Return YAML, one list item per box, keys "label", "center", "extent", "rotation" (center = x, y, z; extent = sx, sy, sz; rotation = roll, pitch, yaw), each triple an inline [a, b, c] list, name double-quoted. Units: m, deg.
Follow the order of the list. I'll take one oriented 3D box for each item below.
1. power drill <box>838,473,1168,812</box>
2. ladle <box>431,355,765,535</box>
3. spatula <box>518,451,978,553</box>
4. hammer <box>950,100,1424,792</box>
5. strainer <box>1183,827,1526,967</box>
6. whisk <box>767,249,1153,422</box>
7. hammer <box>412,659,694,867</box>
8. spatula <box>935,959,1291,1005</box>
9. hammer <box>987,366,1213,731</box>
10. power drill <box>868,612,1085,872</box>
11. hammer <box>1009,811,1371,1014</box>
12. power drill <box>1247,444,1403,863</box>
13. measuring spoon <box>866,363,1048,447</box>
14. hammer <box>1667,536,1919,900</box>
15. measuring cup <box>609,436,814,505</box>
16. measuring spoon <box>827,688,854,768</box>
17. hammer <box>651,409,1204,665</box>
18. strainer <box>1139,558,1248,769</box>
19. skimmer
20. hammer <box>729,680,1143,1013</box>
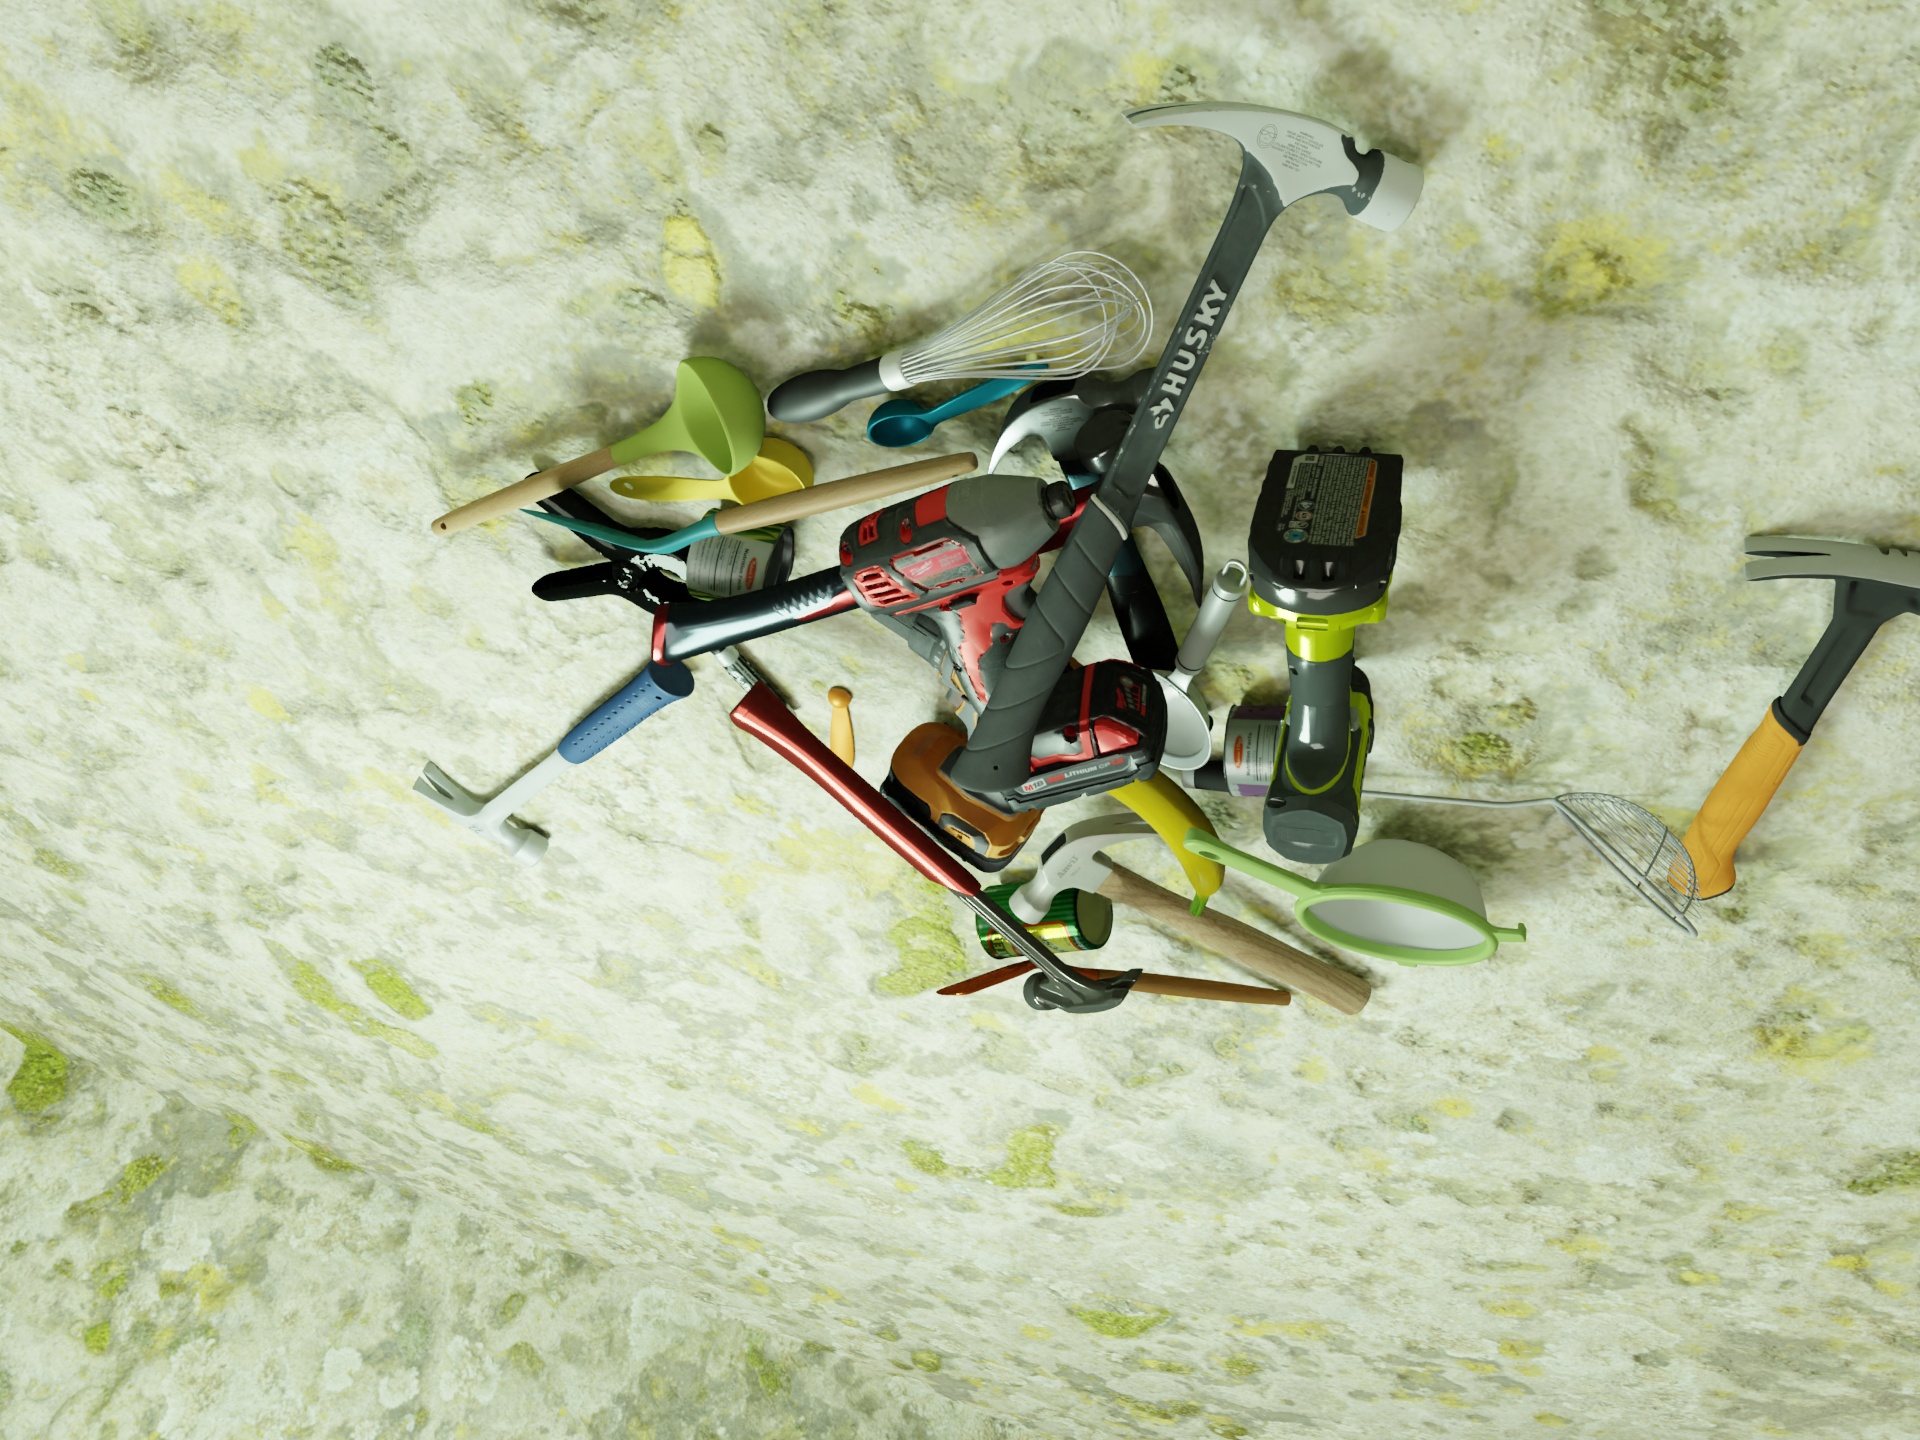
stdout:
- label: "power drill"
  center: [0.038, -0.052, 0.962]
  extent: [0.143, 0.079, 0.219]
  rotation: [-17, 127, 24]
- label: "ladle"
  center: [-0.259, -0.170, 1.079]
  extent: [0.320, 0.062, 0.078]
  rotation: [-14, 105, 32]
- label: "spatula"
  center: [-0.137, -0.145, 1.041]
  extent: [0.317, 0.044, 0.082]
  rotation: [-10, 175, 22]
- label: "hammer"
  center: [0.084, -0.128, 0.853]
  extent: [0.149, 0.036, 0.408]
  rotation: [18, 117, -14]
- label: "strainer"
  center: [0.287, 0.112, 1.199]
  extent: [0.256, 0.069, 0.151]
  rotation: [23, 157, -13]
- label: "whisk"
  center: [-0.010, -0.213, 0.936]
  extent: [0.285, 0.070, 0.070]
  rotation: [-7, 137, 39]
- label: "hammer"
  center: [-0.359, 0.031, 1.422]
  extent: [0.144, 0.035, 0.405]
  rotation: [36, 141, -22]
- label: "spatula"
  center: [0.141, 0.237, 1.397]
  extent: [0.322, 0.041, 0.081]
  rotation: [8, 170, -13]
- label: "hammer"
  center: [0.112, -0.093, 1.054]
  extent: [0.128, 0.033, 0.330]
  rotation: [-2, 139, 24]
- label: "power drill"
  center: [-0.002, -0.004, 1.171]
  extent: [0.185, 0.084, 0.226]
  rotation: [33, 145, 12]
- label: "hammer"
  center: [0.212, 0.171, 1.328]
  extent: [0.331, 0.031, 0.130]
  rotation: [26, 117, -20]
- label: "power drill"
  center: [0.222, -0.047, 0.966]
  extent: [0.080, 0.171, 0.223]
  rotation: [6, 133, 17]
- label: "measuring spoon"
  center: [-0.003, -0.202, 0.980]
  extent: [0.128, 0.021, 0.042]
  rotation: [-18, 159, 28]
- label: "hammer"
  center: [0.511, 0.014, 1.013]
  extent: [0.127, 0.034, 0.336]
  rotation: [10, 143, 10]
- label: "measuring cup"
  center: [-0.171, -0.168, 1.090]
  extent: [0.156, 0.029, 0.062]
  rotation: [4, 141, 24]
- label: "measuring spoon"
  center: [-0.099, 0.013, 1.303]
  extent: [0.021, 0.011, 0.116]
  rotation: [13, 144, 7]
- label: "hammer"
  center: [-0.036, -0.086, 1.035]
  extent: [0.386, 0.038, 0.143]
  rotation: [-14, 135, 27]
- label: "strainer"
  center: [0.148, -0.035, 1.021]
  extent: [0.087, 0.050, 0.258]
  rotation: [42, 157, 13]
- label: "skimmer"
  center: [0.334, 0.086, 1.139]
  extent: [0.363, 0.090, 0.127]
  rotation: [6, 174, 21]
- label: "hammer"
  center: [-0.026, 0.099, 1.202]
  extent: [0.359, 0.037, 0.149]
  rotation: [42, 155, -9]
